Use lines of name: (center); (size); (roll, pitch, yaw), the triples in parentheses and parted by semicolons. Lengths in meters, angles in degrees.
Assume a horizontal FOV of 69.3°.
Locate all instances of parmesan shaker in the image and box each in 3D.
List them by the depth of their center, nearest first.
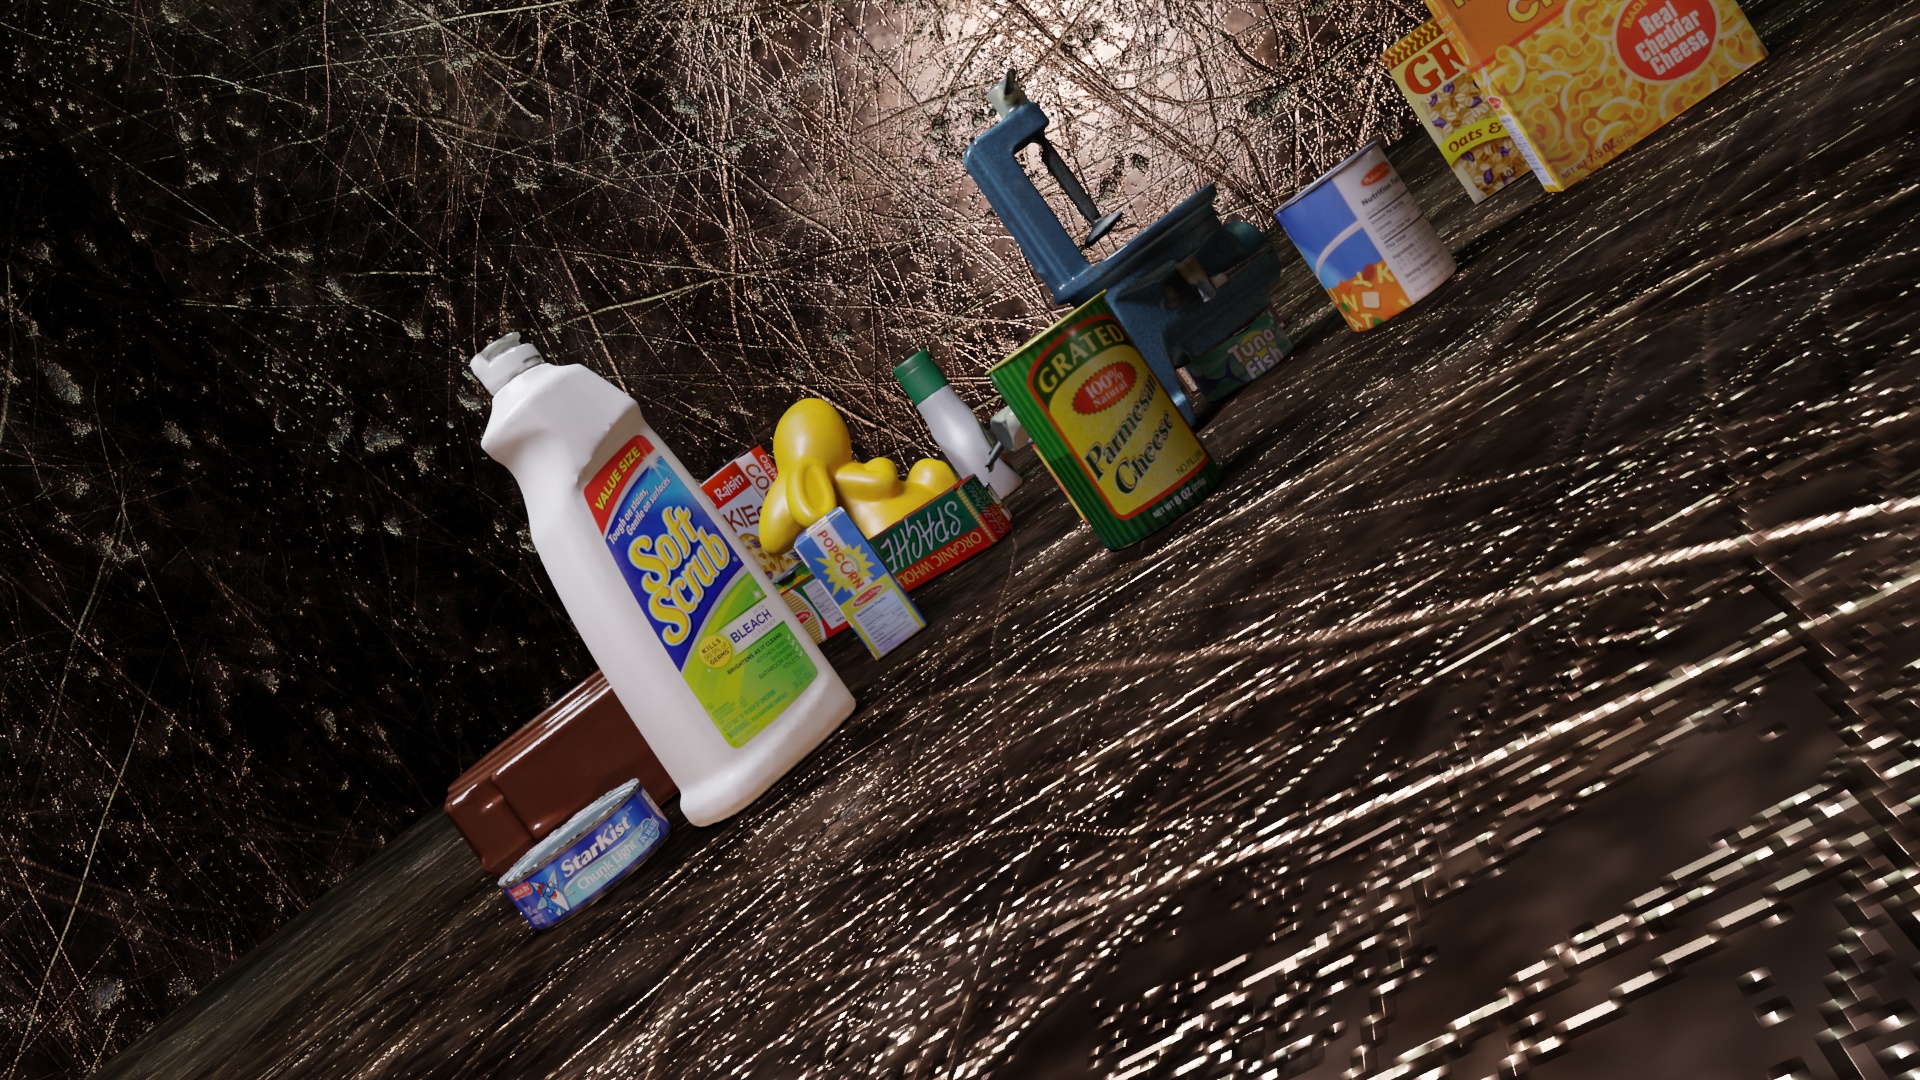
parmesan shaker: (0.070, -0.056, 0.649); (0.071, 0.103, 0.071); (-35, 5, 4)

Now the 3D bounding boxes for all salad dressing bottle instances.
salad dressing bottle: (-0.004, -0.099, 1.227); (0.044, 0.147, 0.064); (-35, 5, 1)

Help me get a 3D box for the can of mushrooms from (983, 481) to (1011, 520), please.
can of mushrooms: (0.004, -0.013, 1.043); (0.071, 0.033, 0.071); (-35, 5, 4)

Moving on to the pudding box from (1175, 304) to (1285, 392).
pudding box: (0.191, -0.153, 1.024); (0.084, 0.049, 0.030); (-36, 5, -14)

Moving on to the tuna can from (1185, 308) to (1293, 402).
tuna can: (0.181, -0.121, 0.901); (0.071, 0.033, 0.071); (-35, 5, 4)

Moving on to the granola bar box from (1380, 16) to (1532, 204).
granola bar box: (0.386, -0.324, 0.923); (0.165, 0.124, 0.039); (-32, 6, 31)

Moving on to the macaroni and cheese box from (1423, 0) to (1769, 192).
macaroni and cheese box: (0.337, -0.297, 0.764); (0.123, 0.166, 0.040); (-34, 5, 14)

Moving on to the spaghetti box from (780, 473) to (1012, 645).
spaghetti box: (-0.061, 0.023, 1.037); (0.249, 0.050, 0.029); (-30, 7, 41)

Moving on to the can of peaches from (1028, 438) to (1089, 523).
can of peaches: (0.081, -0.051, 0.771); (0.071, 0.058, 0.071); (-35, 5, 4)

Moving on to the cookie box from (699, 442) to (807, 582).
cookie box: (-0.187, 0.007, 1.317); (0.122, 0.167, 0.040); (-31, 7, 42)

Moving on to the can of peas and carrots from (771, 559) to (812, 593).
can of peas and carrots: (-0.125, 0.046, 1.179); (0.071, 0.058, 0.071); (-35, 5, 4)

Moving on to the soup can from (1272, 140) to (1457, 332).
soup can: (0.223, -0.167, 0.774); (0.071, 0.083, 0.071); (-35, 5, 4)

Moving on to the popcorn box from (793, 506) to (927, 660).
popcorn box: (-0.064, 0.024, 0.864); (0.038, 0.085, 0.127); (-36, 5, -3)
